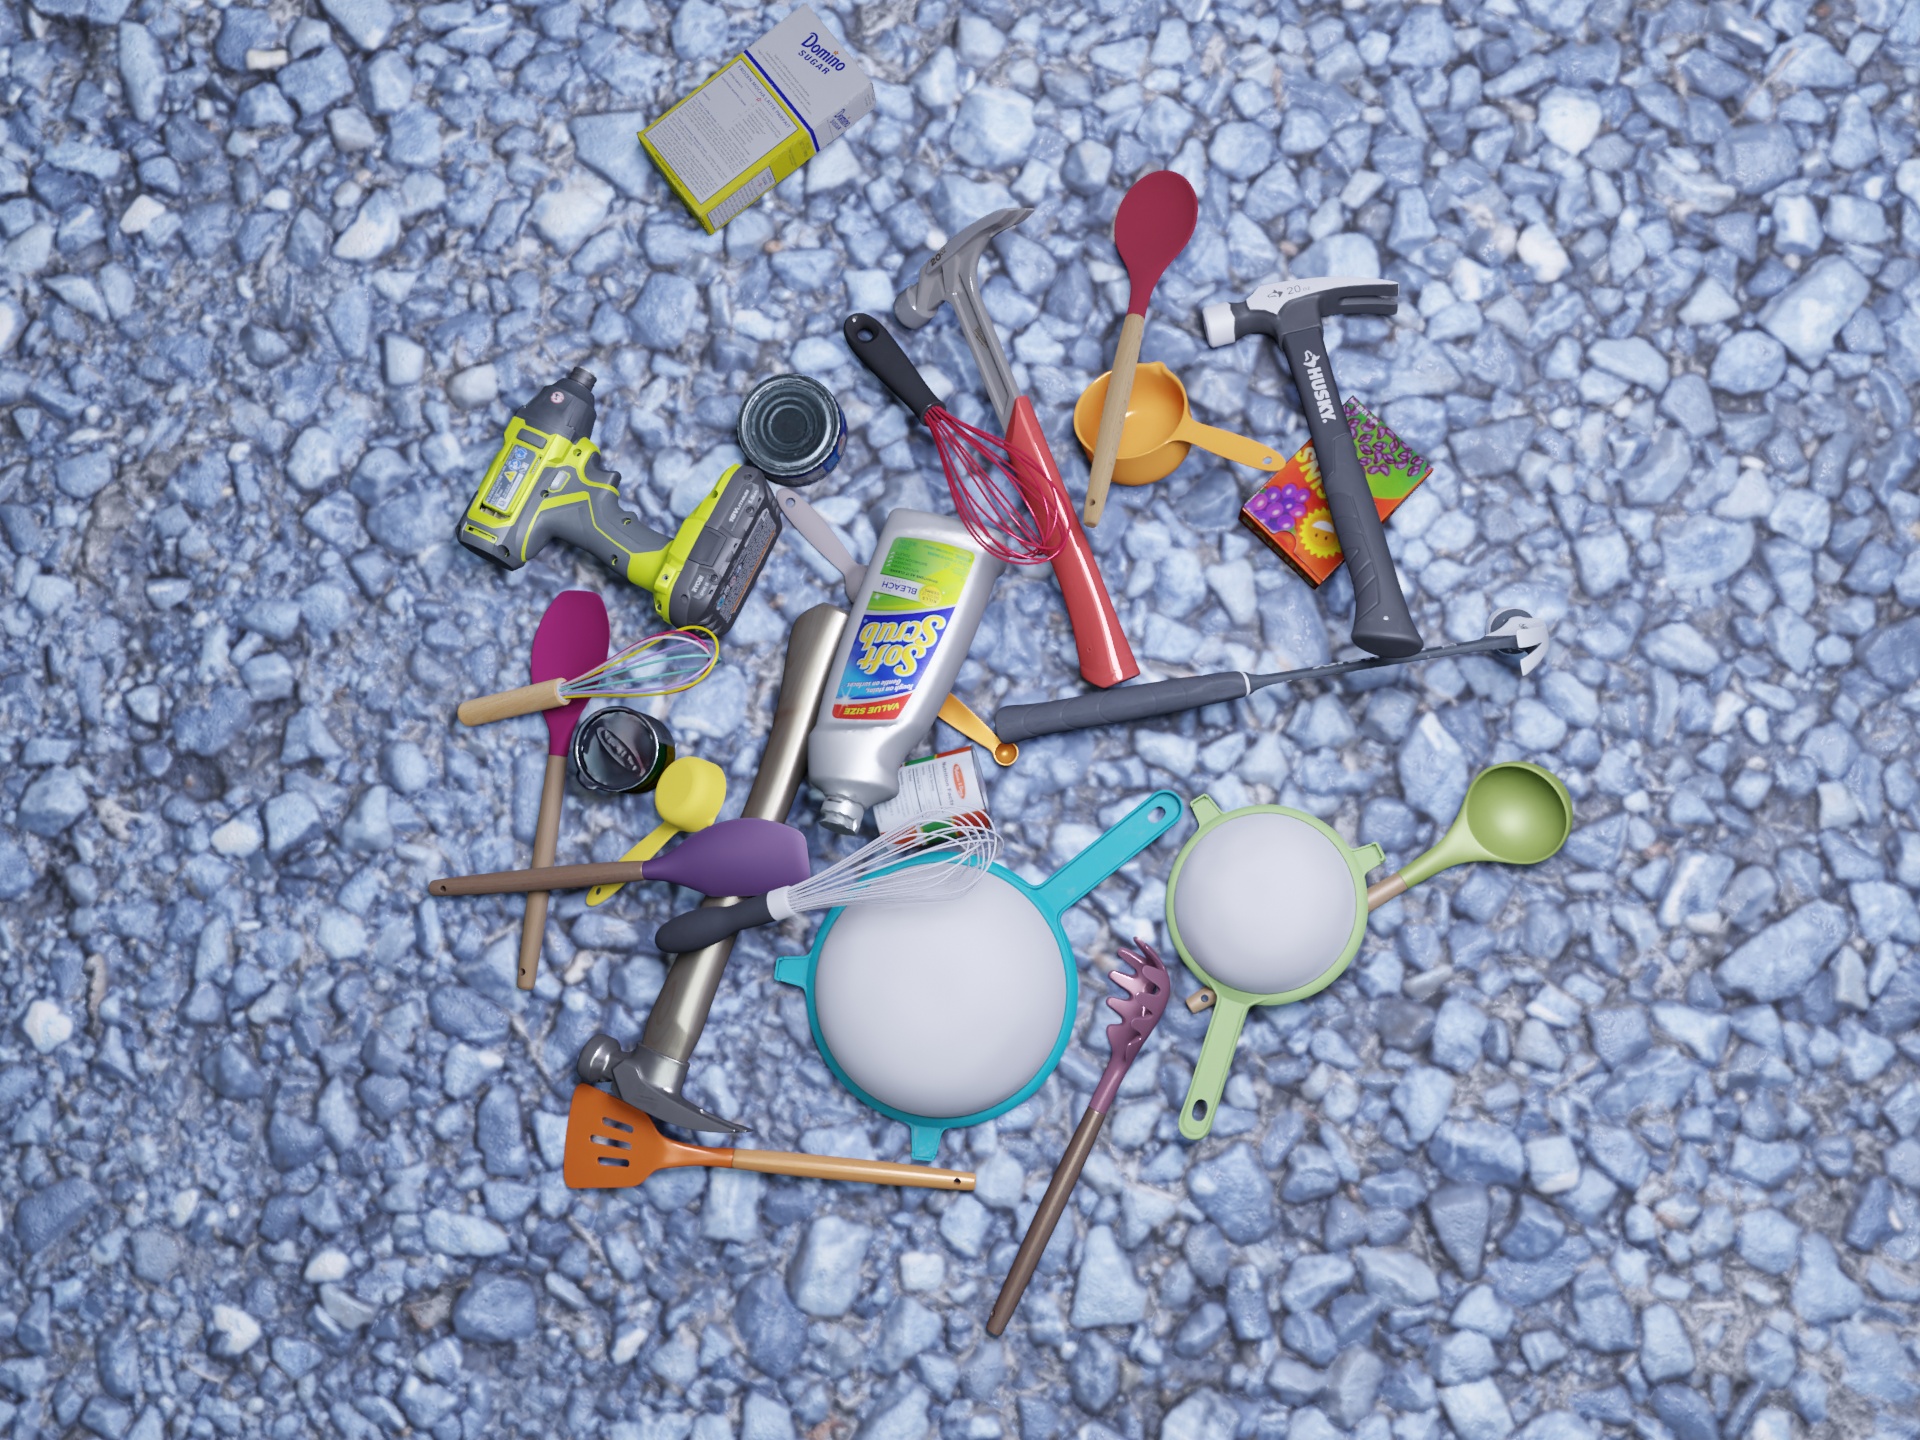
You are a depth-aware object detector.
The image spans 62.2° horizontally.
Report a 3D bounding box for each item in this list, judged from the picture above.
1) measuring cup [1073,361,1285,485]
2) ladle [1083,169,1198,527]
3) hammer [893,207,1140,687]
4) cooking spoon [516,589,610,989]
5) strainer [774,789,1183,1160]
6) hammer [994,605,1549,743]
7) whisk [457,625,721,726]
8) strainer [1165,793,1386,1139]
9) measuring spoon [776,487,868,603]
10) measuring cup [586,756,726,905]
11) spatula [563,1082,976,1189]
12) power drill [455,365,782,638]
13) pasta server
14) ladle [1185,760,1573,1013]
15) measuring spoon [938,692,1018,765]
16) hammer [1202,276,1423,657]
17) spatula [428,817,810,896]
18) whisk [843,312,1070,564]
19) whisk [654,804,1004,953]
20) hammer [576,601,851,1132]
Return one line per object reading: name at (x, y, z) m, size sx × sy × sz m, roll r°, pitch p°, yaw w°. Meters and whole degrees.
measuring cup at (0.169, -0.208, 1.203) m, size 0.174 × 0.052 × 0.095 m, roll 25°, pitch 75°, yaw 26°
ladle at (0.129, -0.285, 1.209) m, size 0.069 × 0.031 × 0.316 m, roll 2°, pitch 66°, yaw 28°
hammer at (0.062, -0.198, 1.207) m, size 0.036 × 0.149 × 0.359 m, roll -18°, pitch 85°, yaw -42°
cooking spoon at (-0.323, 0.054, 1.263) m, size 0.069 × 0.017 × 0.319 m, roll 6°, pitch 85°, yaw 17°
strainer at (0.031, 0.163, 1.184) m, size 0.340 × 0.095 × 0.211 m, roll -39°, pitch 83°, yaw 2°
hammer at (0.226, -0.028, 1.180) m, size 0.409 × 0.149 × 0.036 m, roll -10°, pitch 97°, yaw 11°
whisk at (-0.288, -0.030, 1.230) m, size 0.245 × 0.051 × 0.047 m, roll -12°, pitch 91°, yaw 23°
strainer at (0.201, 0.181, 1.159) m, size 0.151 × 0.069 × 0.256 m, roll 16°, pitch 82°, yaw 23°
measuring spoon at (-0.105, -0.140, 1.262) m, size 0.034 × 0.018 × 0.124 m, roll -42°, pitch 82°, yaw 0°
measuring cup at (-0.245, 0.088, 1.234) m, size 0.156 × 0.029 × 0.062 m, roll -43°, pitch 49°, yaw 11°
spatula at (-0.149, 0.337, 1.222) m, size 0.322 × 0.041 × 0.081 m, roll 5°, pitch 84°, yaw 1°
power drill at (-0.262, -0.172, 1.250) m, size 0.223 × 0.080 × 0.171 m, roll 24°, pitch 80°, yaw 10°
pasta server at (0.085, 0.315, 1.195) m, size 0.040 × 0.060 × 0.316 m, roll 25°, pitch 91°, yaw -16°
ladle at (0.307, 0.132, 1.184) m, size 0.320 × 0.062 × 0.078 m, roll -32°, pitch 79°, yaw 4°
measuring spoon at (-0.002, -0.004, 1.247) m, size 0.117 × 0.011 × 0.021 m, roll 38°, pitch 89°, yaw 11°
hammer at (0.282, -0.192, 1.162) m, size 0.146 × 0.035 × 0.335 m, roll -12°, pitch 61°, yaw 7°
spatula at (-0.266, 0.115, 1.221) m, size 0.316 × 0.018 × 0.060 m, roll -7°, pitch 94°, yaw 14°
whisk at (-0.011, -0.220, 1.205) m, size 0.073 × 0.073 × 0.296 m, roll -37°, pitch 60°, yaw 1°
whisk at (-0.100, 0.125, 1.157) m, size 0.284 × 0.070 × 0.070 m, roll -19°, pitch 83°, yaw 18°
hammer at (-0.157, 0.108, 1.223) m, size 0.146 × 0.038 × 0.411 m, roll 19°, pitch 84°, yaw 22°
